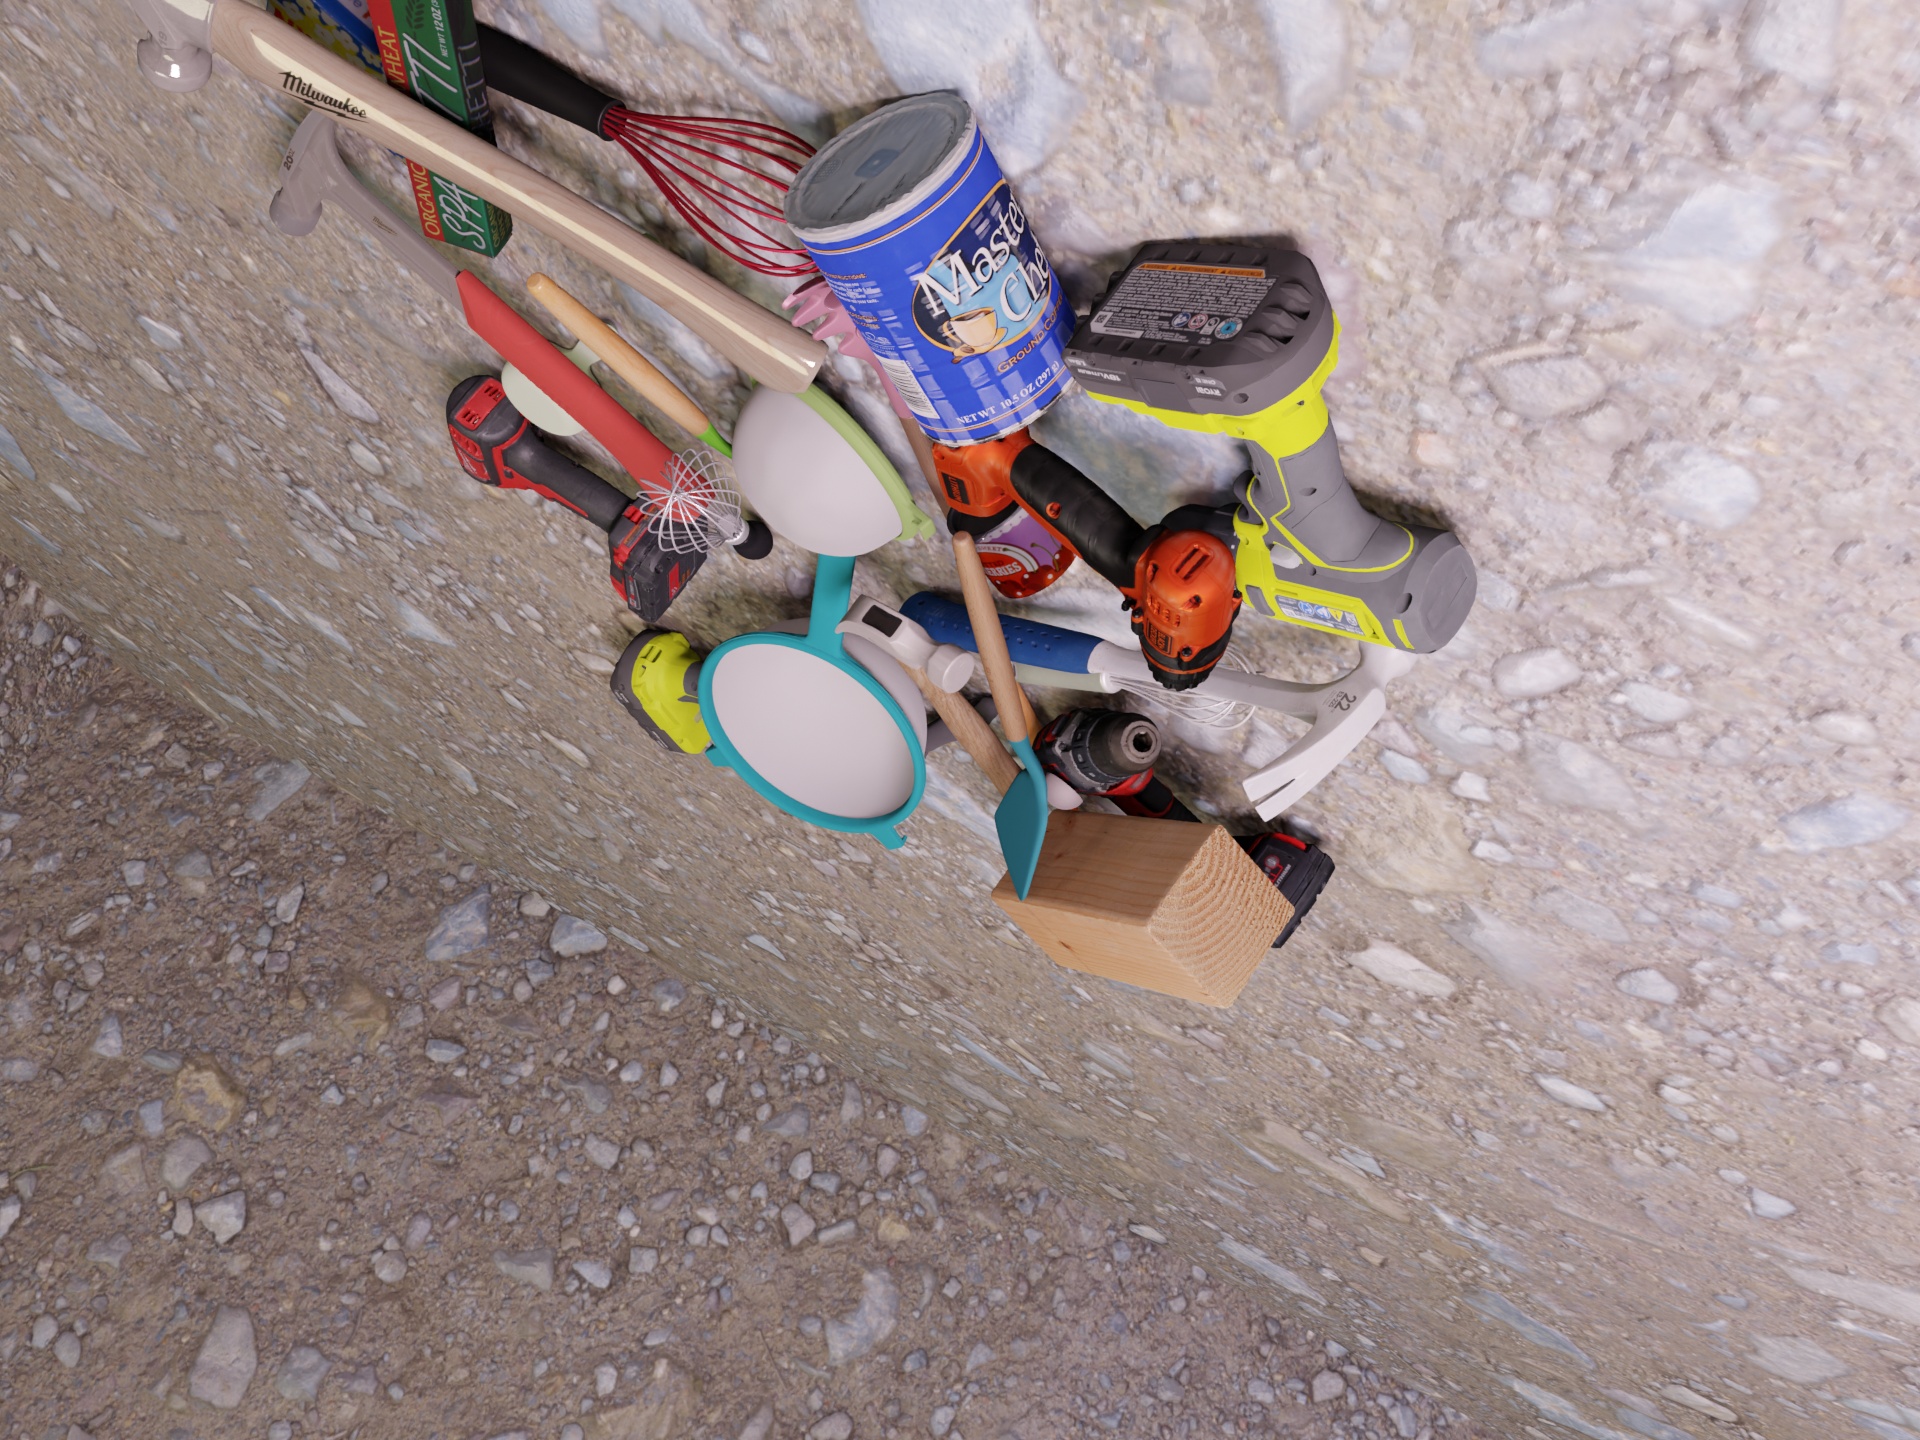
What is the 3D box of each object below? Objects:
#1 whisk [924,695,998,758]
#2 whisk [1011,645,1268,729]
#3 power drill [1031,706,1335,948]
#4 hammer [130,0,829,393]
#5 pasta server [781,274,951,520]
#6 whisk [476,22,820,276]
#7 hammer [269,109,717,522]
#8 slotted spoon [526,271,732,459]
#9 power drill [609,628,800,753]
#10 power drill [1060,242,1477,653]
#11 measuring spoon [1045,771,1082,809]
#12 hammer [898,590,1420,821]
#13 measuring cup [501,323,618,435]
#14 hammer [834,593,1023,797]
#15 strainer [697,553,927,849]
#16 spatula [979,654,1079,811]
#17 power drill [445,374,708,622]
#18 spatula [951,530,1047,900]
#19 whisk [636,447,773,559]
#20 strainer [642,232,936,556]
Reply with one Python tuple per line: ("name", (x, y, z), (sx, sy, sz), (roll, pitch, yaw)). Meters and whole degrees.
("whisk", (-0.031, 0.017, 1.378), (0.055, 0.055, 0.239), (38, 152, -14))
("whisk", (0.113, -0.031, 1.112), (0.246, 0.059, 0.057), (9, 111, 50))
("power drill", (0.163, 0.070, 1.174), (0.226, 0.080, 0.188), (39, 169, -8))
("hammer", (-0.255, -0.306, 0.884), (0.410, 0.038, 0.146), (28, 153, -15))
("pasta server", (-0.029, -0.169, 0.972), (0.060, 0.040, 0.316), (26, 165, 25))
("whisk", (-0.177, -0.322, 0.877), (0.296, 0.073, 0.073), (31, 158, 17))
("hammer", (-0.310, -0.273, 1.108), (0.358, 0.037, 0.149), (42, 141, -17))
("slotted spoon", (-0.183, -0.205, 1.045), (0.070, 0.031, 0.313), (46, -176, 29))
("power drill", (-0.209, -0.010, 1.513), (0.223, 0.080, 0.171), (11, 148, 34))
("power drill", (0.147, -0.132, 0.822), (0.191, 0.080, 0.228), (21, 159, 45))
("measuring spoon", (0.063, 0.058, 1.217), (0.034, 0.018, 0.124), (41, 169, -7))
("hammer", (0.095, -0.037, 1.041), (0.406, 0.144, 0.035), (16, 149, 47))
("measuring cup", (-0.290, -0.253, 1.168), (0.083, 0.038, 0.167), (41, 157, -21))
("hammer", (-0.002, -0.004, 1.207), (0.130, 0.031, 0.331), (33, 171, 28))
("strainer", (-0.097, -0.055, 1.287), (0.211, 0.095, 0.340), (25, 137, 11))
("spatula", (0.074, 0.024, 1.295), (0.081, 0.041, 0.322), (12, 146, 38))
("power drill", (-0.317, -0.182, 1.300), (0.219, 0.078, 0.143), (35, 162, 1))
("spatula", (0.023, -0.003, 1.058), (0.044, 0.082, 0.317), (-17, 137, 0))
("whisk", (-0.169, -0.139, 1.125), (0.070, 0.070, 0.284), (30, -179, 4))
("strainer", (-0.134, -0.192, 1.023), (0.256, 0.069, 0.151), (47, 169, -22))
